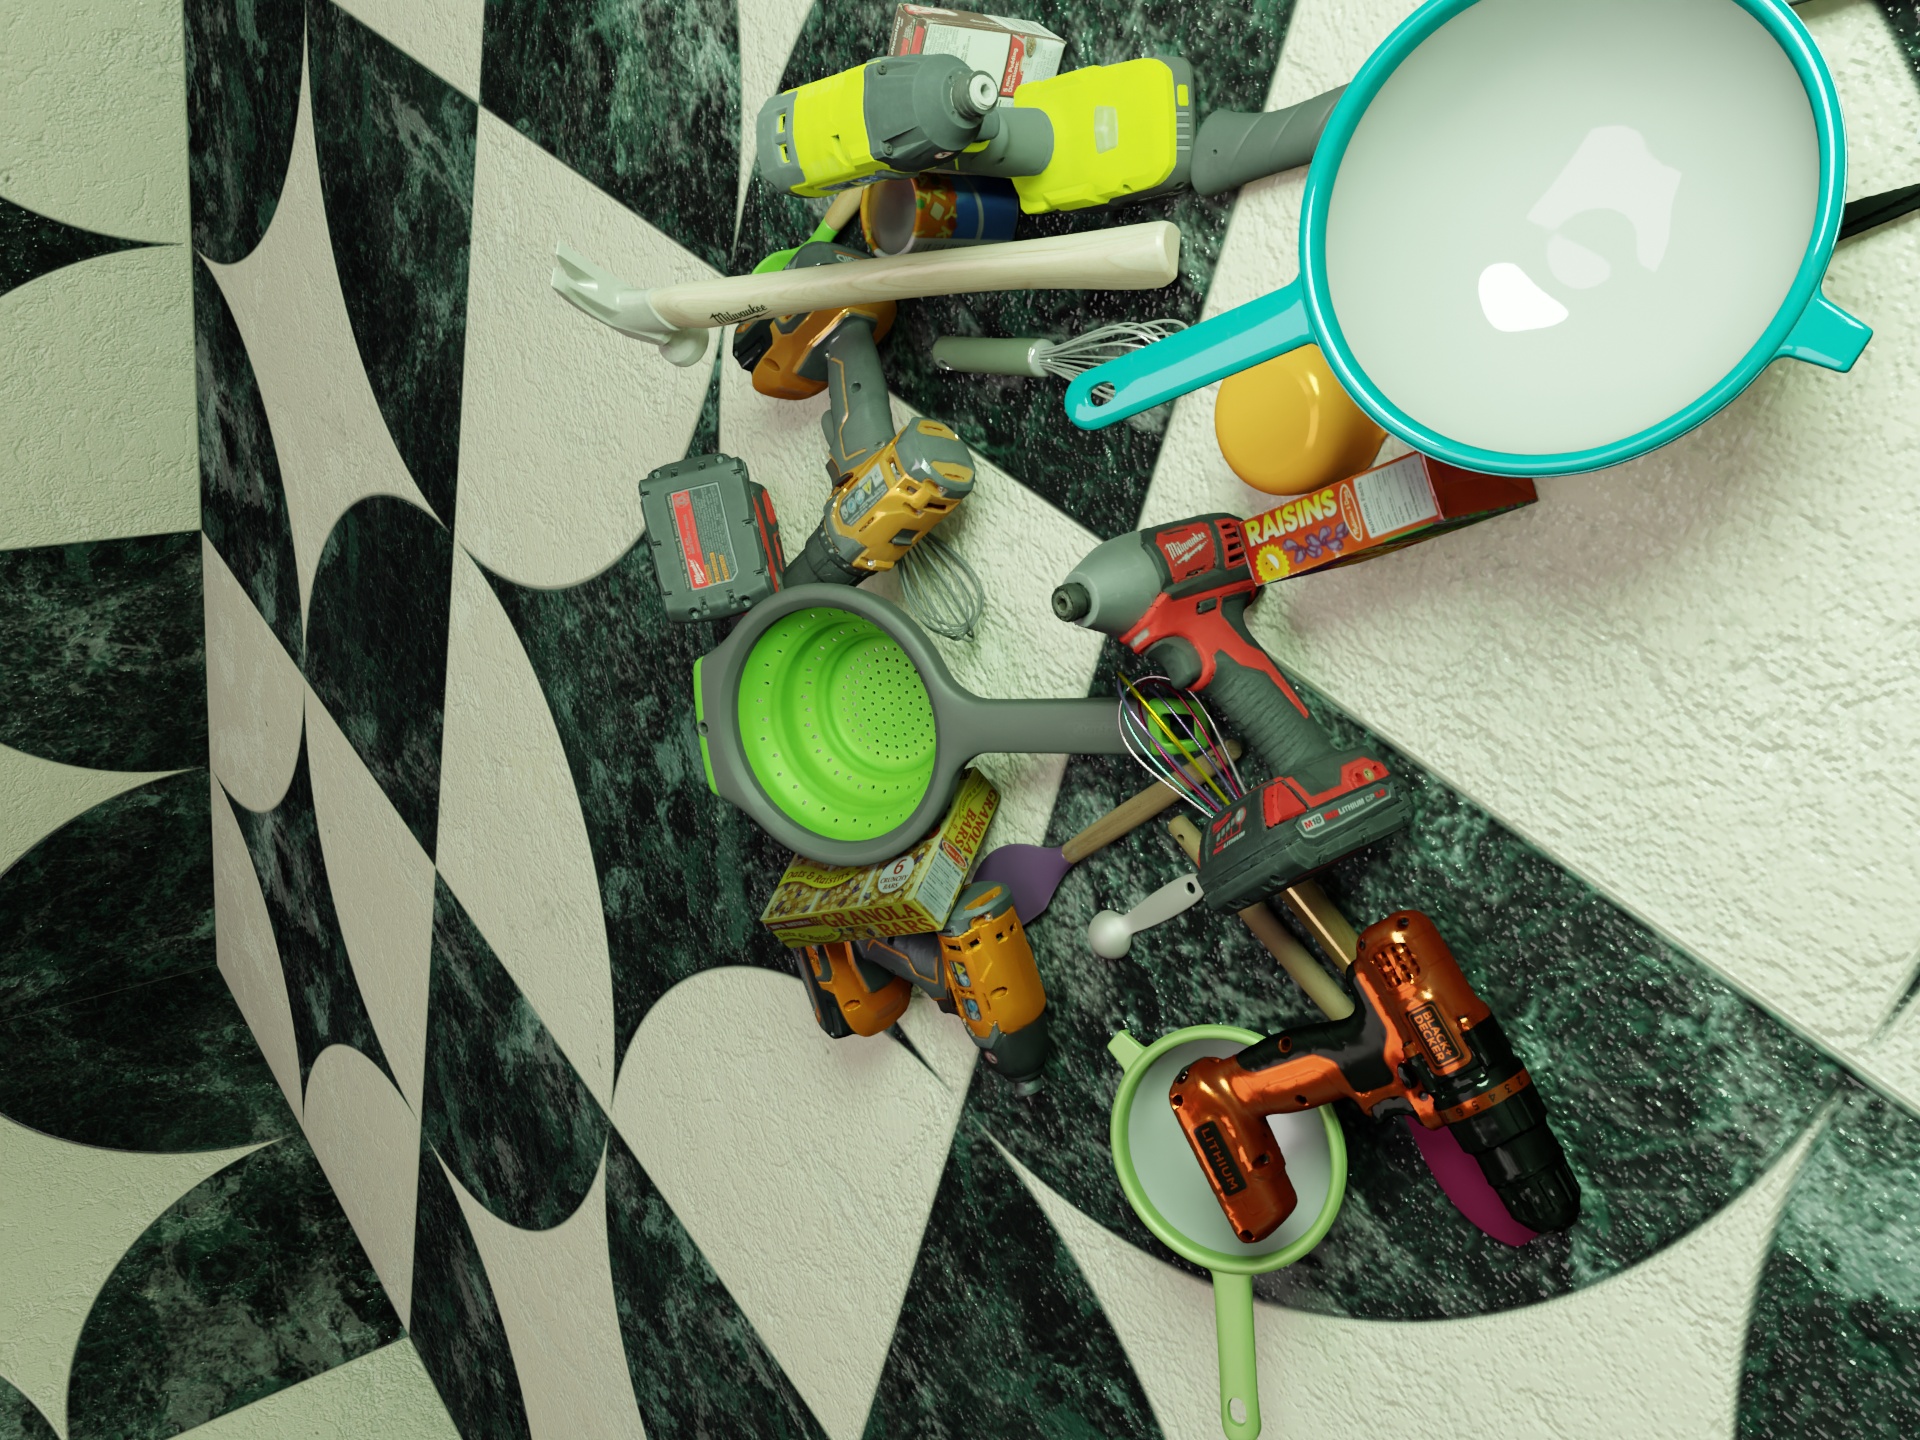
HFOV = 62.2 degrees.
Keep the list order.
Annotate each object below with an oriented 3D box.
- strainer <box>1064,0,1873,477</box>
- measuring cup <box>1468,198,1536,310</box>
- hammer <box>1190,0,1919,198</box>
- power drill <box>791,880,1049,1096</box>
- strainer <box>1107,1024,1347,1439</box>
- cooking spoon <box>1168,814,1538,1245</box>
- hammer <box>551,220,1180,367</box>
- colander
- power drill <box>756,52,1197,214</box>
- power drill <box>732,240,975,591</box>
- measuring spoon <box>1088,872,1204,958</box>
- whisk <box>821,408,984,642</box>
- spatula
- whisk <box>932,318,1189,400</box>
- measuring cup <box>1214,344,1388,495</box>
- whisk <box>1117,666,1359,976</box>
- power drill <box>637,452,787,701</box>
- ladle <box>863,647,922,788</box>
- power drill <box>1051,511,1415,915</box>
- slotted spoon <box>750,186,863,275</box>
[{"bbox_3d":[0.208,-0.192,0.708,0.340,0.095,0.211,-16,85,35],"label":"strainer"},{"bbox_3d":[0.267,-0.192,0.741,0.168,0.038,0.083,55,132,37],"label":"measuring cup"},{"bbox_3d":[0.265,-0.304,0.745,0.409,0.036,0.149,3,104,52],"label":"hammer"},{"bbox_3d":[-0.026,0.202,1.218,0.226,0.084,0.164,-2,110,48],"label":"power drill"},{"bbox_3d":[0.177,0.312,0.989,0.151,0.069,0.256,-3,91,31],"label":"strainer"},{"bbox_3d":[0.226,0.173,0.946,0.319,0.017,0.068,51,135,29],"label":"cooking spoon"},{"bbox_3d":[-0.063,-0.281,1.007,0.411,0.146,0.038,1,82,27],"label":"hammer"},{"bbox_3d":[-0.002,-0.004,1.119,0.397,0.094,0.204,0,102,29],"label":"colander"},{"bbox_3d":[0.022,-0.329,0.887,0.171,0.223,0.080,10,109,50],"label":"power drill"},{"bbox_3d":[-0.092,-0.204,1.148,0.185,0.084,0.226,-40,62,38],"label":"power drill"},{"bbox_3d":[0.122,0.130,1.064,0.124,0.018,0.034,-41,68,48],"label":"measuring spoon"},{"bbox_3d":[-0.048,-0.149,1.176,0.239,0.055,0.055,58,139,28],"label":"whisk"},{"bbox_3d":[0.089,0.080,1.092,0.316,0.018,0.060,-39,69,50],"label":"spatula"},{"bbox_3d":[0.059,-0.233,1.022,0.246,0.057,0.059,20,81,51],"label":"whisk"},{"bbox_3d":[0.209,-0.161,0.840,0.174,0.052,0.095,12,109,48],"label":"measuring cup"},{"bbox_3d":[0.173,0.063,0.949,0.245,0.051,0.047,52,155,13],"label":"whisk"},{"bbox_3d":[-0.173,-0.106,1.243,0.226,0.080,0.188,32,-135,-87],"label":"power drill"},{"bbox_3d":[-0.068,0.086,1.287,0.069,0.031,0.315,34,127,40],"label":"ladle"},{"bbox_3d":[0.145,-0.012,0.895,0.078,0.143,0.220,-44,69,51],"label":"power drill"},{"bbox_3d":[-0.080,-0.379,1.163,0.313,0.031,0.070,-38,71,48],"label":"slotted spoon"}]
